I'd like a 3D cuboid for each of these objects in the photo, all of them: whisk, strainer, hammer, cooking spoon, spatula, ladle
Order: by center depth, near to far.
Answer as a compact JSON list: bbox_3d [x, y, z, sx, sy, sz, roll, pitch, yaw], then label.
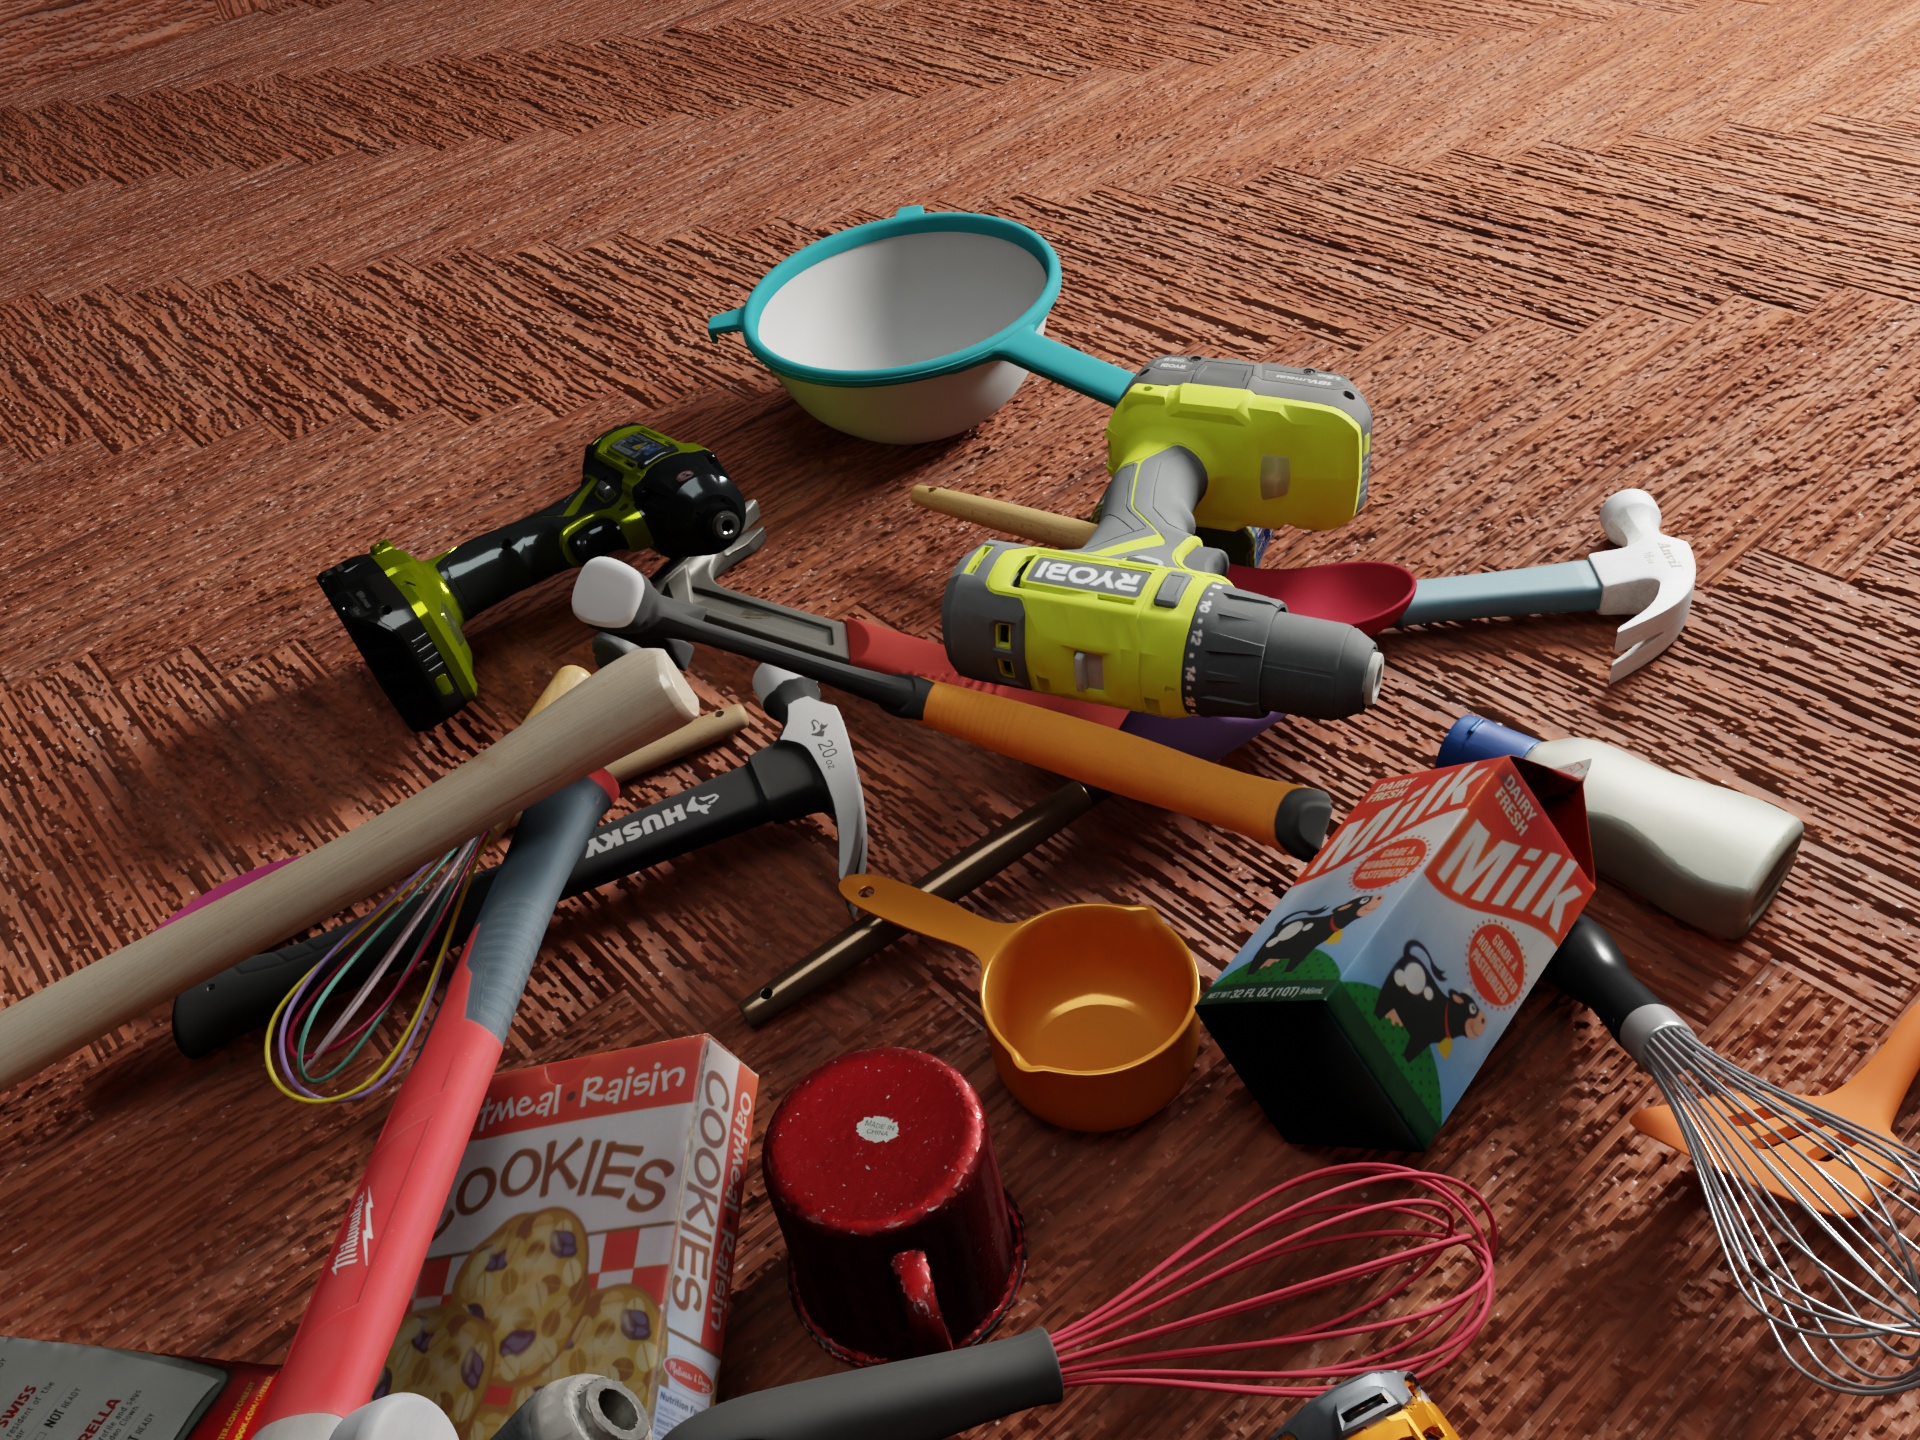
[{"bbox_3d":[0.047,0.204,0.516,0.295,0.073,0.073,-10,39,-15],"label":"whisk"},{"bbox_3d":[0.252,0.124,0.543,0.070,0.070,0.285,-9,17,1],"label":"whisk"},{"bbox_3d":[-0.200,0.135,0.589,0.143,0.038,0.387,-27,27,16],"label":"hammer"},{"bbox_3d":[0.391,0.096,0.618,0.322,0.041,0.081,-31,27,-25],"label":"spatula"},{"bbox_3d":[-0.296,0.087,0.676,0.410,0.038,0.146,-28,33,3],"label":"hammer"},{"bbox_3d":[-0.001,-0.002,0.714,0.337,0.127,0.034,18,87,11],"label":"hammer"},{"bbox_3d":[-0.234,0.064,0.722,0.047,0.051,0.245,7,50,21],"label":"whisk"},{"bbox_3d":[0.035,0.046,0.731,0.316,0.018,0.060,-33,52,-12],"label":"spatula"},{"bbox_3d":[-0.202,0.081,0.751,0.335,0.035,0.146,-22,52,-9],"label":"hammer"},{"bbox_3d":[-0.257,0.058,0.812,0.319,0.017,0.069,-23,35,-14],"label":"cooking spoon"},{"bbox_3d":[0.216,-0.061,0.841,0.331,0.033,0.128,-6,40,6],"label":"hammer"},{"bbox_3d":[0.095,-0.091,0.858,0.316,0.031,0.069,20,45,34],"label":"ladle"},{"bbox_3d":[-0.024,-0.036,0.859,0.359,0.036,0.149,17,48,29],"label":"hammer"},{"bbox_3d":[0.011,-0.221,1.023,0.211,0.095,0.341,-38,50,-26],"label":"strainer"}]

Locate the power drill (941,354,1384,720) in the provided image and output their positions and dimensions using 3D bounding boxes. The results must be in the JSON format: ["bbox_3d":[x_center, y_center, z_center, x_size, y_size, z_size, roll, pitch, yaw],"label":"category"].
[{"bbox_3d":[0.120,-0.083,0.754,0.190,0.080,0.229,11,42,22],"label":"power drill"}]

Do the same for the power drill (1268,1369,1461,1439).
[{"bbox_3d":[0.077,0.294,0.426,0.226,0.084,0.164,-19,42,-16],"label":"power drill"}]

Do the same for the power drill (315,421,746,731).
[{"bbox_3d":[-0.236,-0.091,0.905,0.223,0.080,0.171,-32,32,-18],"label":"power drill"}]

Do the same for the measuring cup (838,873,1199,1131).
[{"bbox_3d":[0.020,0.111,0.669,0.174,0.052,0.095,19,48,32],"label":"measuring cup"}]

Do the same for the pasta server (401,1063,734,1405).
[{"bbox_3d":[-0.140,0.215,0.592,0.060,0.040,0.316,-47,49,-12],"label":"pasta server"}]

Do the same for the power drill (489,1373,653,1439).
[{"bbox_3d":[-0.118,0.304,0.403,0.185,0.084,0.226,-49,44,8],"label":"power drill"}]
